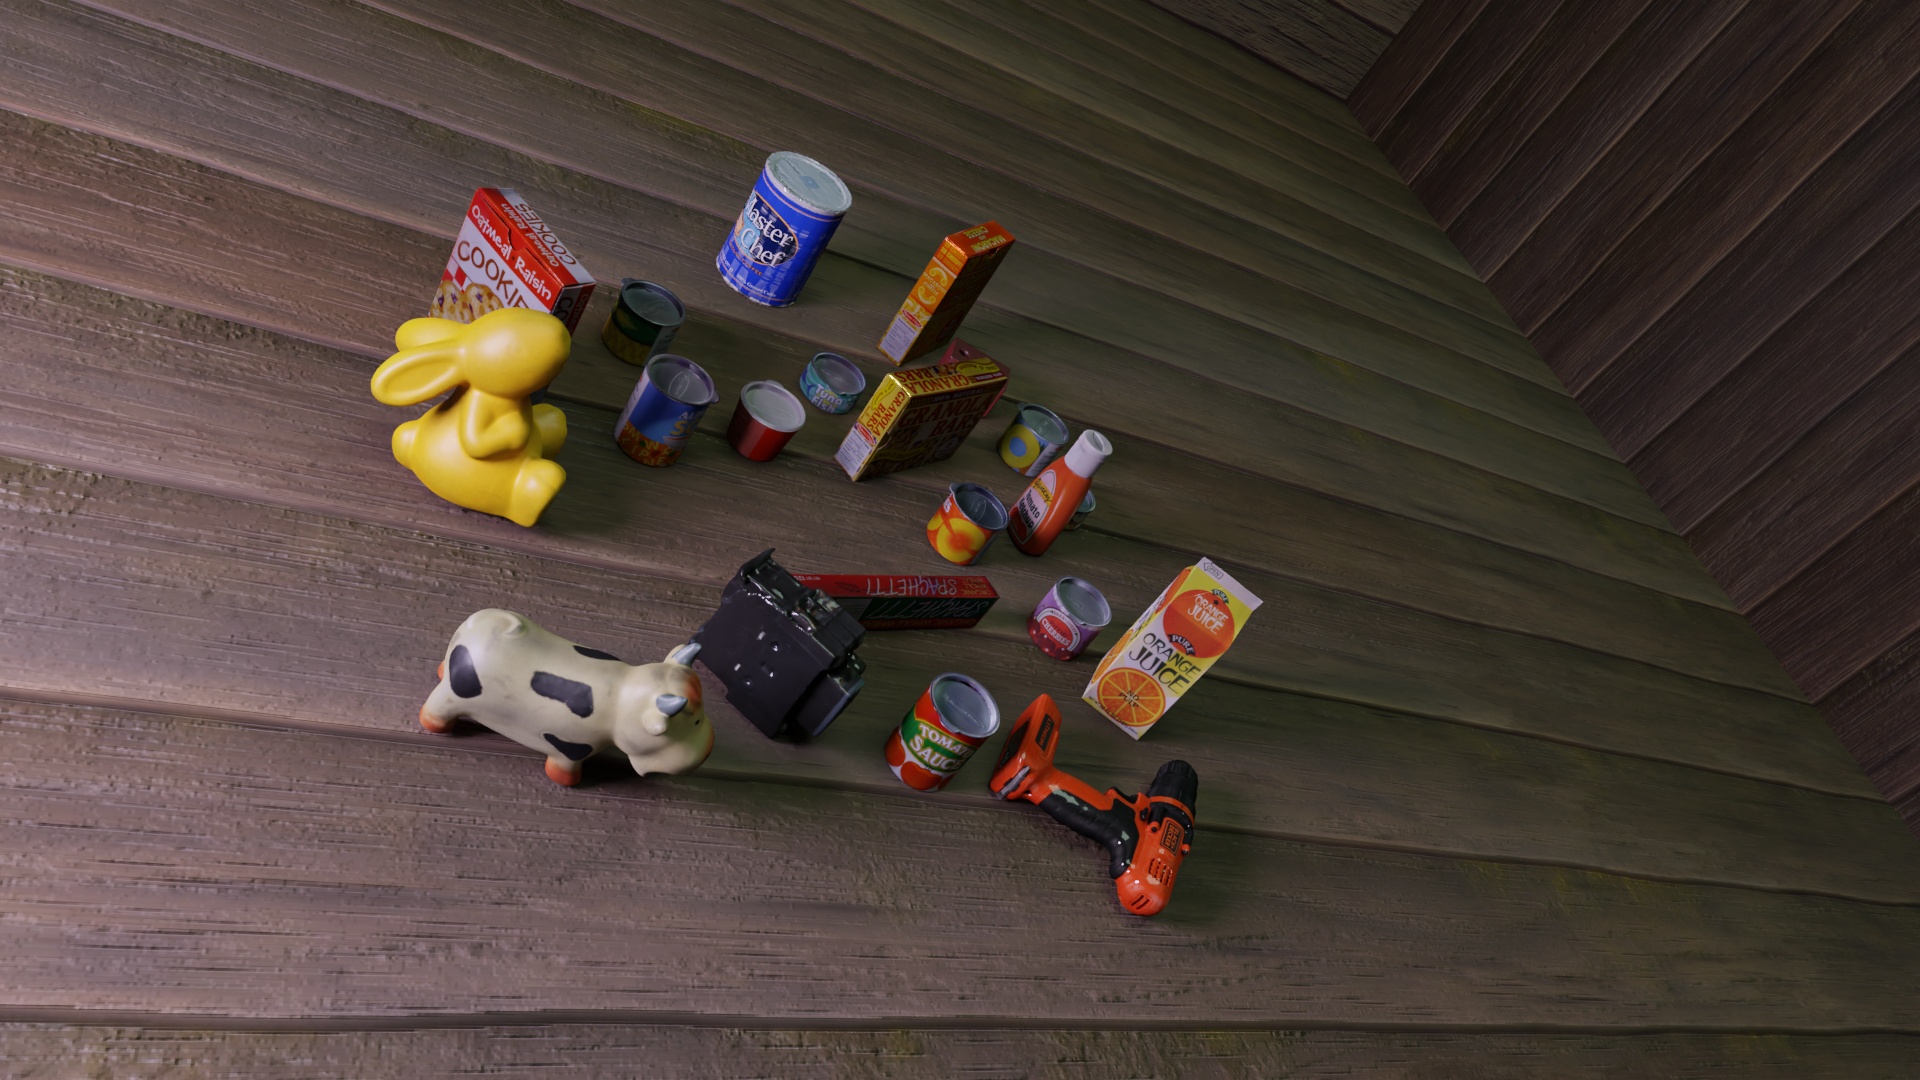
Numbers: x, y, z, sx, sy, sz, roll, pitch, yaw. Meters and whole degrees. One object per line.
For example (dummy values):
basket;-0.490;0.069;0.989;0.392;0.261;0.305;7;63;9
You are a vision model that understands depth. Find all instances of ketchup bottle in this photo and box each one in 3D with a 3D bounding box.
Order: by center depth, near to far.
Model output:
ketchup bottle;0.106;-0.053;1.470;0.043;0.148;0.065;12;42;-33

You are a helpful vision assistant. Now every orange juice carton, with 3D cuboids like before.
orange juice carton;0.206;0.098;1.342;0.072;0.191;0.073;38;34;0

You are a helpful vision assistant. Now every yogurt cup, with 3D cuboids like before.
yogurt cup;-0.193;-0.114;1.361;0.072;0.053;0.073;24;37;-19

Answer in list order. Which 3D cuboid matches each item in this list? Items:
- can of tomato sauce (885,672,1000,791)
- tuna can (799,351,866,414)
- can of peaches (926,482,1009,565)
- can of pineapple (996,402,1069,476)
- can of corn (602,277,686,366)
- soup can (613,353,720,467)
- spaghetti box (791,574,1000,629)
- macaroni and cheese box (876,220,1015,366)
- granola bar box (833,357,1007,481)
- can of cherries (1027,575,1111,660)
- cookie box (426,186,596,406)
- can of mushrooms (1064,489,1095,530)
can of tomato sauce;-0.017;0.163;1.167;0.071;0.082;0.071;24;36;-19
tuna can;-0.137;-0.168;1.491;0.071;0.032;0.071;24;37;-19
can of peaches;0.005;-0.018;1.419;0.071;0.057;0.071;24;37;-19
can of pineapple;0.082;-0.117;1.603;0.071;0.057;0.071;24;37;-19
can of corn;-0.314;-0.215;1.368;0.071;0.058;0.071;24;37;-19
soup can;-0.269;-0.117;1.271;0.071;0.083;0.072;24;36;-19
spaghetti box;-0.073;0.057;1.270;0.250;0.050;0.029;2;48;-40
macaroni and cheese box;-0.015;-0.289;1.622;0.040;0.165;0.124;43;35;8
granola bar box;-0.040;-0.128;1.450;0.039;0.123;0.166;50;36;17
can of cherries;0.108;0.079;1.396;0.071;0.058;0.072;24;37;-19
cookie box;-0.389;-0.196;1.184;0.123;0.166;0.040;47;35;14
can of mushrooms;0.116;-0.044;1.570;0.071;0.033;0.071;24;37;-19
